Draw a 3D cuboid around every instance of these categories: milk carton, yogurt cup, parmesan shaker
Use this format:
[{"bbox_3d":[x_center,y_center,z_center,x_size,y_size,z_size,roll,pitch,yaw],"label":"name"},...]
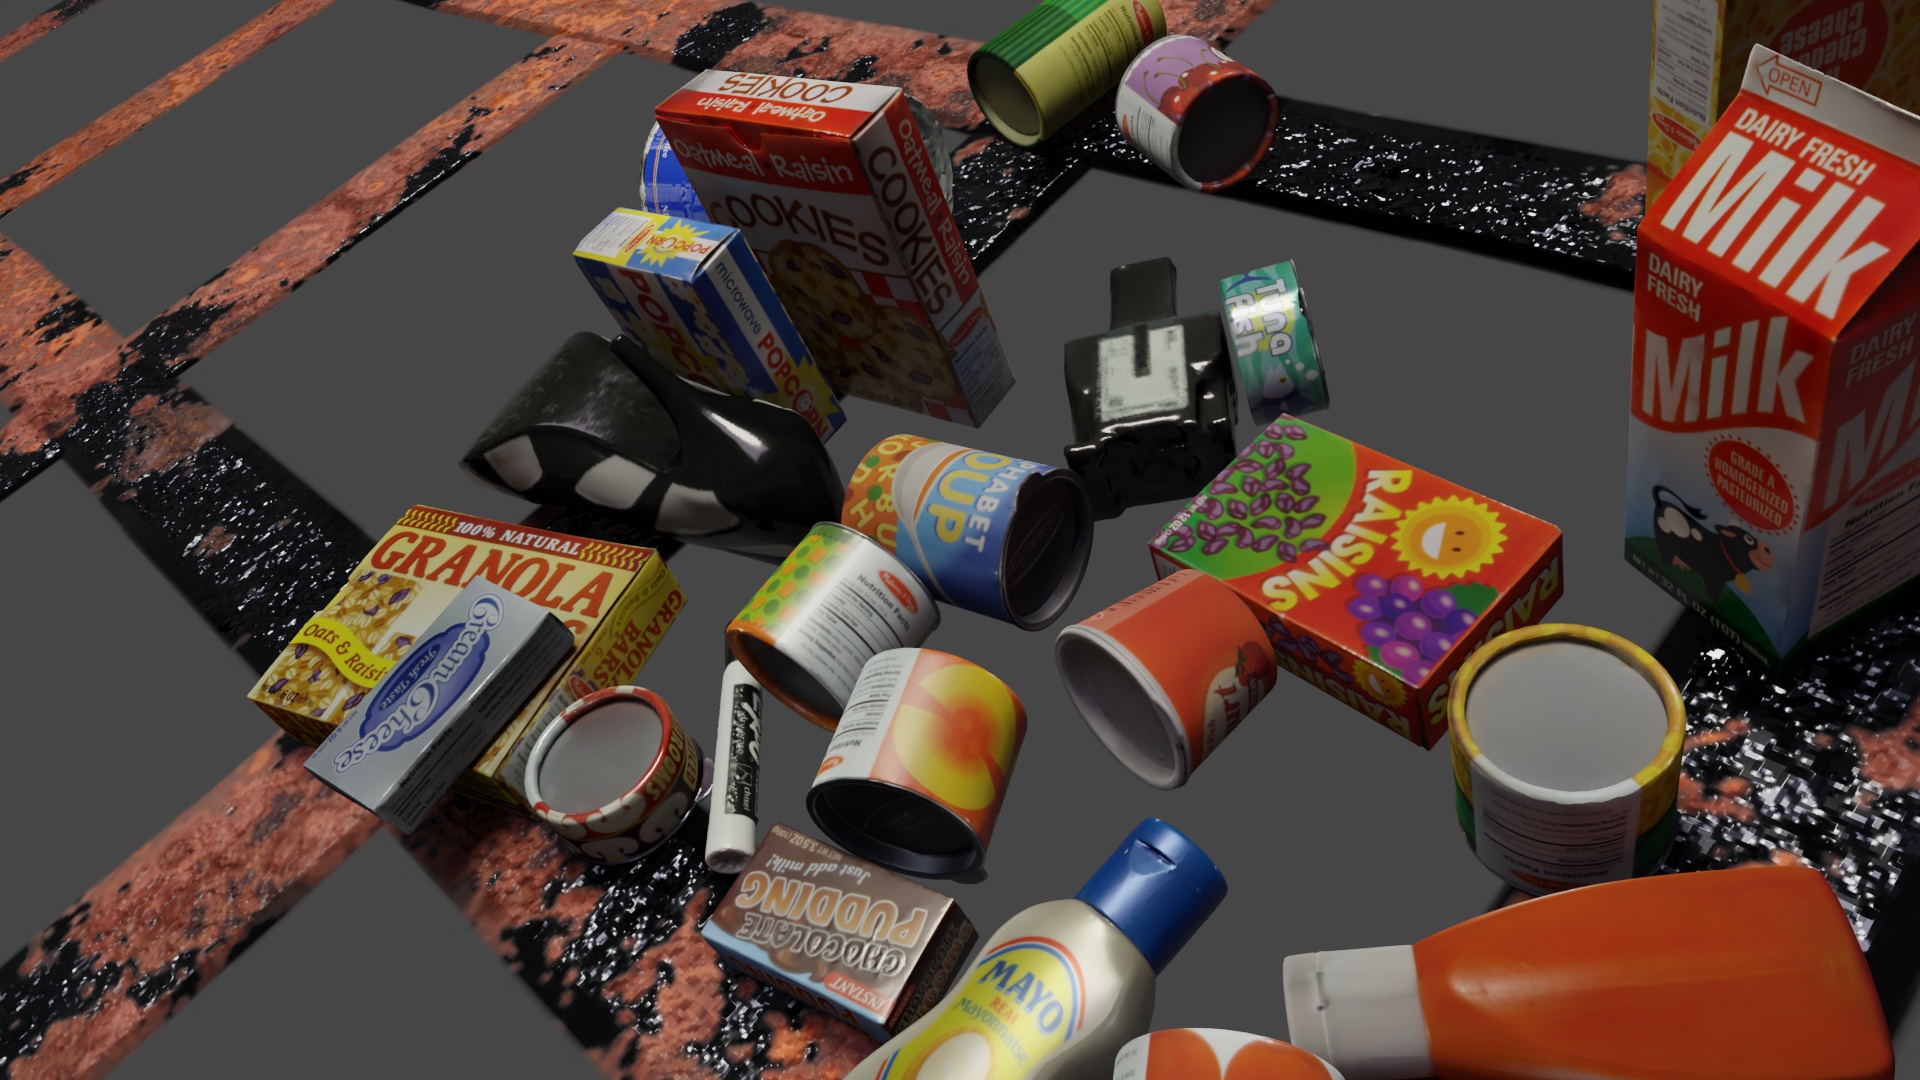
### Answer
[{"bbox_3d":[0.257,-0.053,0.421,0.073,0.189,0.072,-29,44,-5],"label":"milk carton"},{"bbox_3d":[0.075,0.047,0.496,0.054,0.072,0.072,-33,44,-21],"label":"yogurt cup"},{"bbox_3d":[0.061,-0.288,0.815,0.103,0.071,0.071,-41,46,-17],"label":"parmesan shaker"}]

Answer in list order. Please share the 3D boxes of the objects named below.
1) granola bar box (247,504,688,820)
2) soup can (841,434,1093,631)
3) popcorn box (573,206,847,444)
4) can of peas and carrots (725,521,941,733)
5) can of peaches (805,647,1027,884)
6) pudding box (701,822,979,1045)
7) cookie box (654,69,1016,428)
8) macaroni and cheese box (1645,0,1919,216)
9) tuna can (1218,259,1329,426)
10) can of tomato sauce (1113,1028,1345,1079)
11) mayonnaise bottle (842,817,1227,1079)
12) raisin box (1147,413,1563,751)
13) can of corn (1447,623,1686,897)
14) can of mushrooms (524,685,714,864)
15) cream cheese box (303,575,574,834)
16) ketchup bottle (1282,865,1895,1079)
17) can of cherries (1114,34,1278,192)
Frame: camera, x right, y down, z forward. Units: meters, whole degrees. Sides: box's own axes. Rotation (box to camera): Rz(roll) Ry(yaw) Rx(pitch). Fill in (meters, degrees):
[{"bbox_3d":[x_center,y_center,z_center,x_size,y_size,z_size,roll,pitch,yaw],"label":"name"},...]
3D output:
[{"bbox_3d":[-0.226,0.049,0.638,0.165,0.039,0.125,9,52,29],"label":"granola bar box"},{"bbox_3d":[0.002,-0.007,0.571,0.084,0.071,0.071,15,56,34],"label":"soup can"},{"bbox_3d":[-0.119,-0.097,0.670,0.085,0.126,0.038,17,60,35],"label":"popcorn box"},{"bbox_3d":[-0.052,0.036,0.559,0.071,0.070,0.059,19,59,36],"label":"can of peas and carrots"},{"bbox_3d":[-0.013,0.081,0.500,0.071,0.071,0.058,1,49,24],"label":"can of peaches"},{"bbox_3d":[-0.042,0.137,0.482,0.084,0.030,0.050,15,57,33],"label":"pudding box"},{"bbox_3d":[-0.056,-0.134,0.648,0.123,0.166,0.040,18,59,35],"label":"cookie box"},{"bbox_3d":[0.319,-0.155,0.510,0.124,0.165,0.040,-23,43,1],"label":"macaroni and cheese box"},{"bbox_3d":[0.133,-0.084,0.590,0.033,0.070,0.071,-14,45,13],"label":"tuna can"},{"bbox_3d":[0.071,0.182,0.366,0.071,0.071,0.083,-4,47,20],"label":"can of tomato sauce"},{"bbox_3d":[0.023,0.151,0.433,0.148,0.041,0.065,-44,45,-19],"label":"mayonnaise bottle"},{"bbox_3d":[0.145,0.011,0.517,0.086,0.040,0.123,-42,45,-19],"label":"raisin box"},{"bbox_3d":[0.187,0.066,0.432,0.071,0.058,0.071,-12,45,12],"label":"can of corn"},{"bbox_3d":[-0.138,0.093,0.562,0.071,0.033,0.071,-12,44,12],"label":"can of mushrooms"},{"bbox_3d":[-0.212,0.066,0.570,0.053,0.024,0.104,18,59,33],"label":"cream cheese box"},{"bbox_3d":[0.168,0.129,0.390,0.149,0.043,0.065,-9,45,15],"label":"ketchup bottle"},{"bbox_3d":[0.126,-0.226,0.731,0.071,0.071,0.058,-30,44,-6],"label":"can of cherries"}]
